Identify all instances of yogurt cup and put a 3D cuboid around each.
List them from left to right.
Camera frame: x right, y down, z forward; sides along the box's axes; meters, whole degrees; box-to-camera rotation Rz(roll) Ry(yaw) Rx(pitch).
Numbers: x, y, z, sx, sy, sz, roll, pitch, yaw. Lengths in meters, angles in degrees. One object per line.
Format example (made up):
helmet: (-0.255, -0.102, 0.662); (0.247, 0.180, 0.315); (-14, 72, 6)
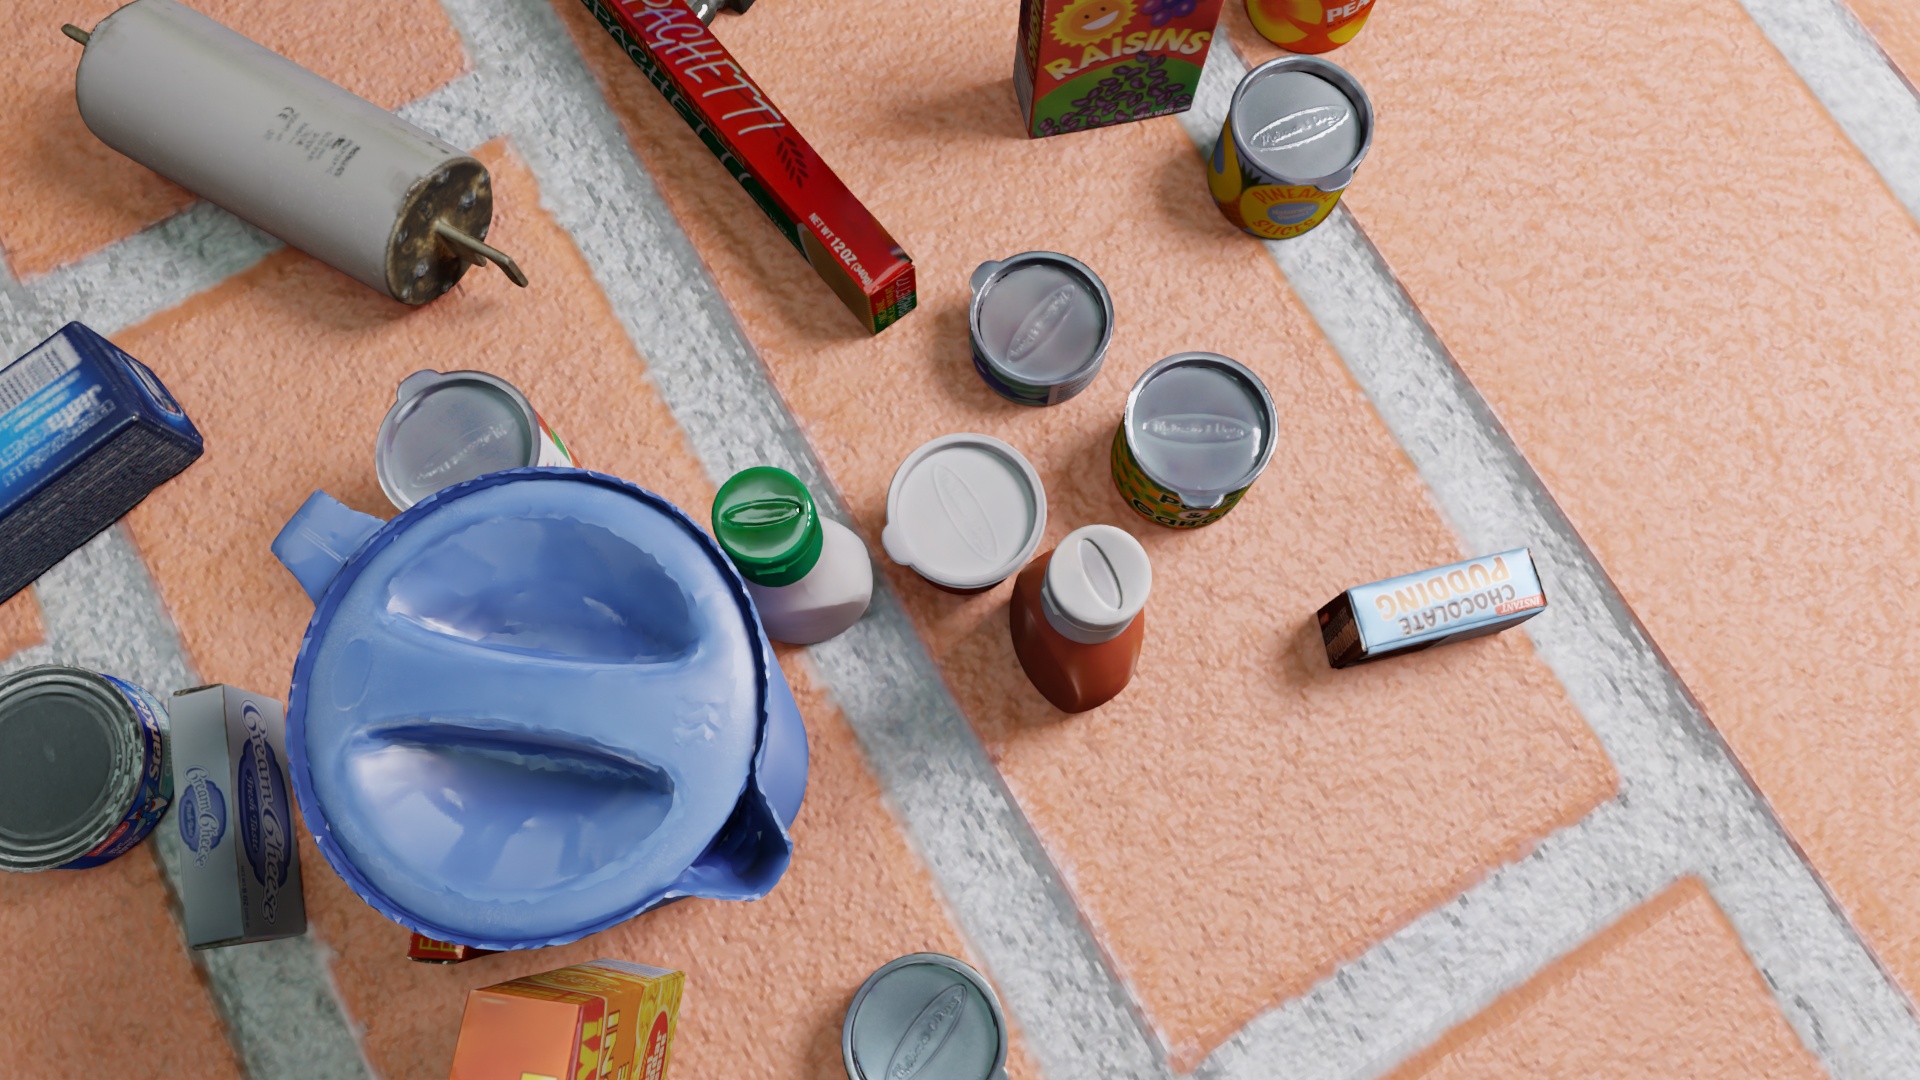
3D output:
yogurt cup: (0.002, -0.008, 0.608); (0.072, 0.054, 0.072); (0, 76, -1)

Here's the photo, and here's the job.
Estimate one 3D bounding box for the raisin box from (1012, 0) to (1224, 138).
raisin box: (0.072, -0.238, 0.632); (0.086, 0.123, 0.040); (-11, 77, -3)

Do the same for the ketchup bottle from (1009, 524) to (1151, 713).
ketchup bottle: (0.047, 0.030, 0.550); (0.043, 0.148, 0.065); (-25, 78, -6)

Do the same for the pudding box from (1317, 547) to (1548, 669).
pudding box: (0.203, 0.030, 0.603); (0.084, 0.049, 0.030); (-13, 77, -4)

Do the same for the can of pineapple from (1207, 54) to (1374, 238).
can of pineapple: (0.154, -0.182, 0.653); (0.071, 0.057, 0.071); (0, 76, -1)

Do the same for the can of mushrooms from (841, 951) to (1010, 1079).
can of mushrooms: (-0.012, 0.203, 0.565); (0.071, 0.033, 0.071); (0, 76, -1)

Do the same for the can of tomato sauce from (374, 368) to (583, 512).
can of tomato sauce: (-0.203, -0.029, 0.596); (0.071, 0.083, 0.071); (0, 76, -1)

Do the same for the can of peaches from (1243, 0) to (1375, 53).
can of peaches: (0.177, -0.281, 0.678); (0.071, 0.058, 0.071); (0, 76, -1)

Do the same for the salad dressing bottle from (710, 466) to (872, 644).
salad dressing bottle: (-0.069, 0.008, 0.555); (0.064, 0.147, 0.044); (-7, 76, -2)

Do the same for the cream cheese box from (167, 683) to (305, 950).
cream cheese box: (-0.298, 0.114, 0.574); (0.024, 0.053, 0.104); (-12, 76, -3)

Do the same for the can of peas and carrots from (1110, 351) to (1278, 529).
can of peas and carrots: (0.102, -0.040, 0.615); (0.071, 0.058, 0.071); (0, 76, -1)

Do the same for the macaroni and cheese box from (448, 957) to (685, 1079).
macaroni and cheese box: (-0.142, 0.217, 0.491); (0.040, 0.166, 0.124); (8, 76, 2)

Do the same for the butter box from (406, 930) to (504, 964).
butter box: (-0.200, 0.120, 0.574); (0.024, 0.053, 0.103); (4, 76, 1)

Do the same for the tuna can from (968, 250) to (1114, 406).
tuna can: (0.035, -0.099, 0.643); (0.071, 0.032, 0.071); (0, 76, -1)

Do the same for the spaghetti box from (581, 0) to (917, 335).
spaghetti box: (-0.109, -0.202, 0.659); (0.029, 0.050, 0.250); (-39, 79, -9)
